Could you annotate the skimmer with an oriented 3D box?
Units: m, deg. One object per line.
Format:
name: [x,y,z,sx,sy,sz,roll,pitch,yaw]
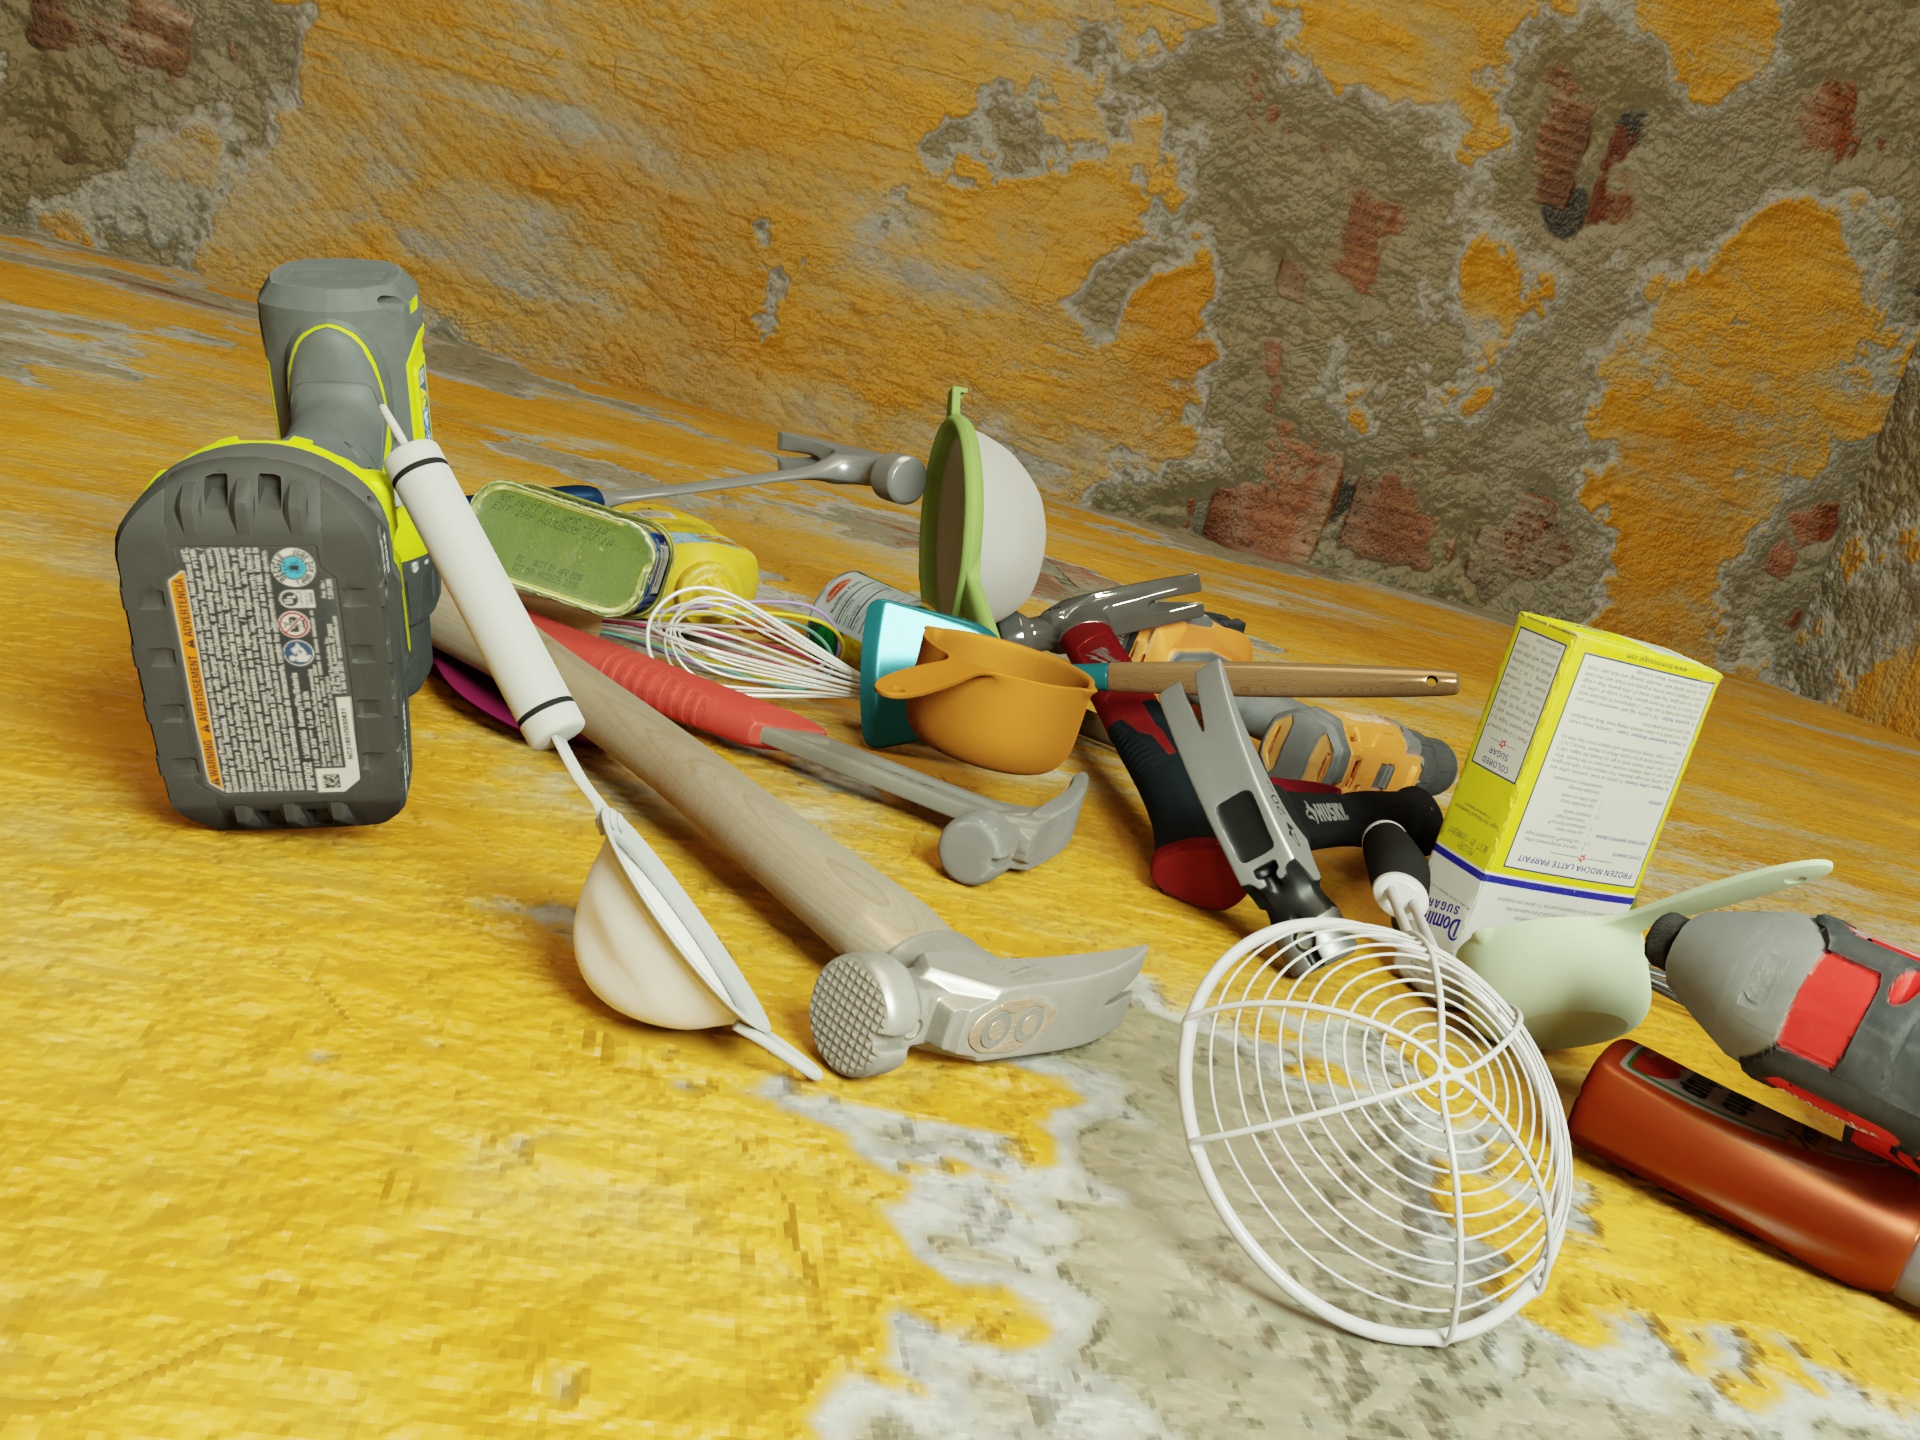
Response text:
skimmer: [0.149,0.100,0.592,0.127,0.090,0.363,37,12,6]

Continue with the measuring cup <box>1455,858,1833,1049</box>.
measuring cup: [0.271,0.096,0.631,0.083,0.038,0.167,16,-30,-25]

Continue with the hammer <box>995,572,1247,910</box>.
hammer: [0.116,-0.003,0.916,0.143,0.038,0.387,-13,23,-2]

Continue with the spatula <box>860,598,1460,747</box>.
spatula: [0.105,-0.022,0.858,0.317,0.082,0.044,1,-5,12]

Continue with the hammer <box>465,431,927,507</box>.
hammer: [-0.224,-0.141,1.010,0.405,0.035,0.144,-14,24,-36]

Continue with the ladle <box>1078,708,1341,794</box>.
ladle: [0.096,0.007,1.018,0.316,0.031,0.069,23,18,34]

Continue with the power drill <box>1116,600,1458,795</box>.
power drill: [0.226,-0.006,1.116,0.185,0.084,0.226,6,20,-44]

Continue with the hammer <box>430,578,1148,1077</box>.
hammer: [-0.108,0.021,0.661,0.146,0.038,0.411,4,20,-46]

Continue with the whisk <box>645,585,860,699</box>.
whisk: [-0.059,-0.019,0.900,0.246,0.059,0.058,17,-3,-20]

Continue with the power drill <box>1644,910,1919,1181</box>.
power drill: [0.348,0.127,0.570,0.219,0.078,0.143,26,2,-38]

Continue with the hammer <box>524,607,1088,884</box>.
hammer: [-0.115,-0.006,0.804,0.359,0.036,0.149,20,14,17]

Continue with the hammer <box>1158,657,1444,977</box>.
hammer: [0.201,0.048,0.840,0.334,0.035,0.146,4,57,-61]

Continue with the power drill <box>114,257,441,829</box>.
power drill: [-0.240,-0.056,0.607,0.080,0.190,0.229,-1,29,-10]

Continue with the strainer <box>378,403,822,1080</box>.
strainer: [-0.126,0.009,0.500,0.258,0.050,0.087,60,-4,9]

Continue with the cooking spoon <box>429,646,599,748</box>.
cooking spoon: [-0.287,-0.043,0.796,0.319,0.017,0.068,24,16,29]

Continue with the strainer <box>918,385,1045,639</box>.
strainer: [0.028,-0.091,1.004,0.069,0.151,0.257,1,37,-14]

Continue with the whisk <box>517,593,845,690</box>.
whisk: [-0.185,-0.049,0.911,0.245,0.051,0.047,7,-20,-18]

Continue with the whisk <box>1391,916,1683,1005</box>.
whisk: [0.330,0.120,0.788,0.239,0.055,0.055,11,13,-2]

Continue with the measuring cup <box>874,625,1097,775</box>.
measuring cup: [-0.001,-0.002,0.742,0.095,0.052,0.173,22,16,22]

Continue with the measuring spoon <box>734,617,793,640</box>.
measuring spoon: [-0.122,-0.056,1.013,0.021,0.011,0.117,-10,-4,5]
